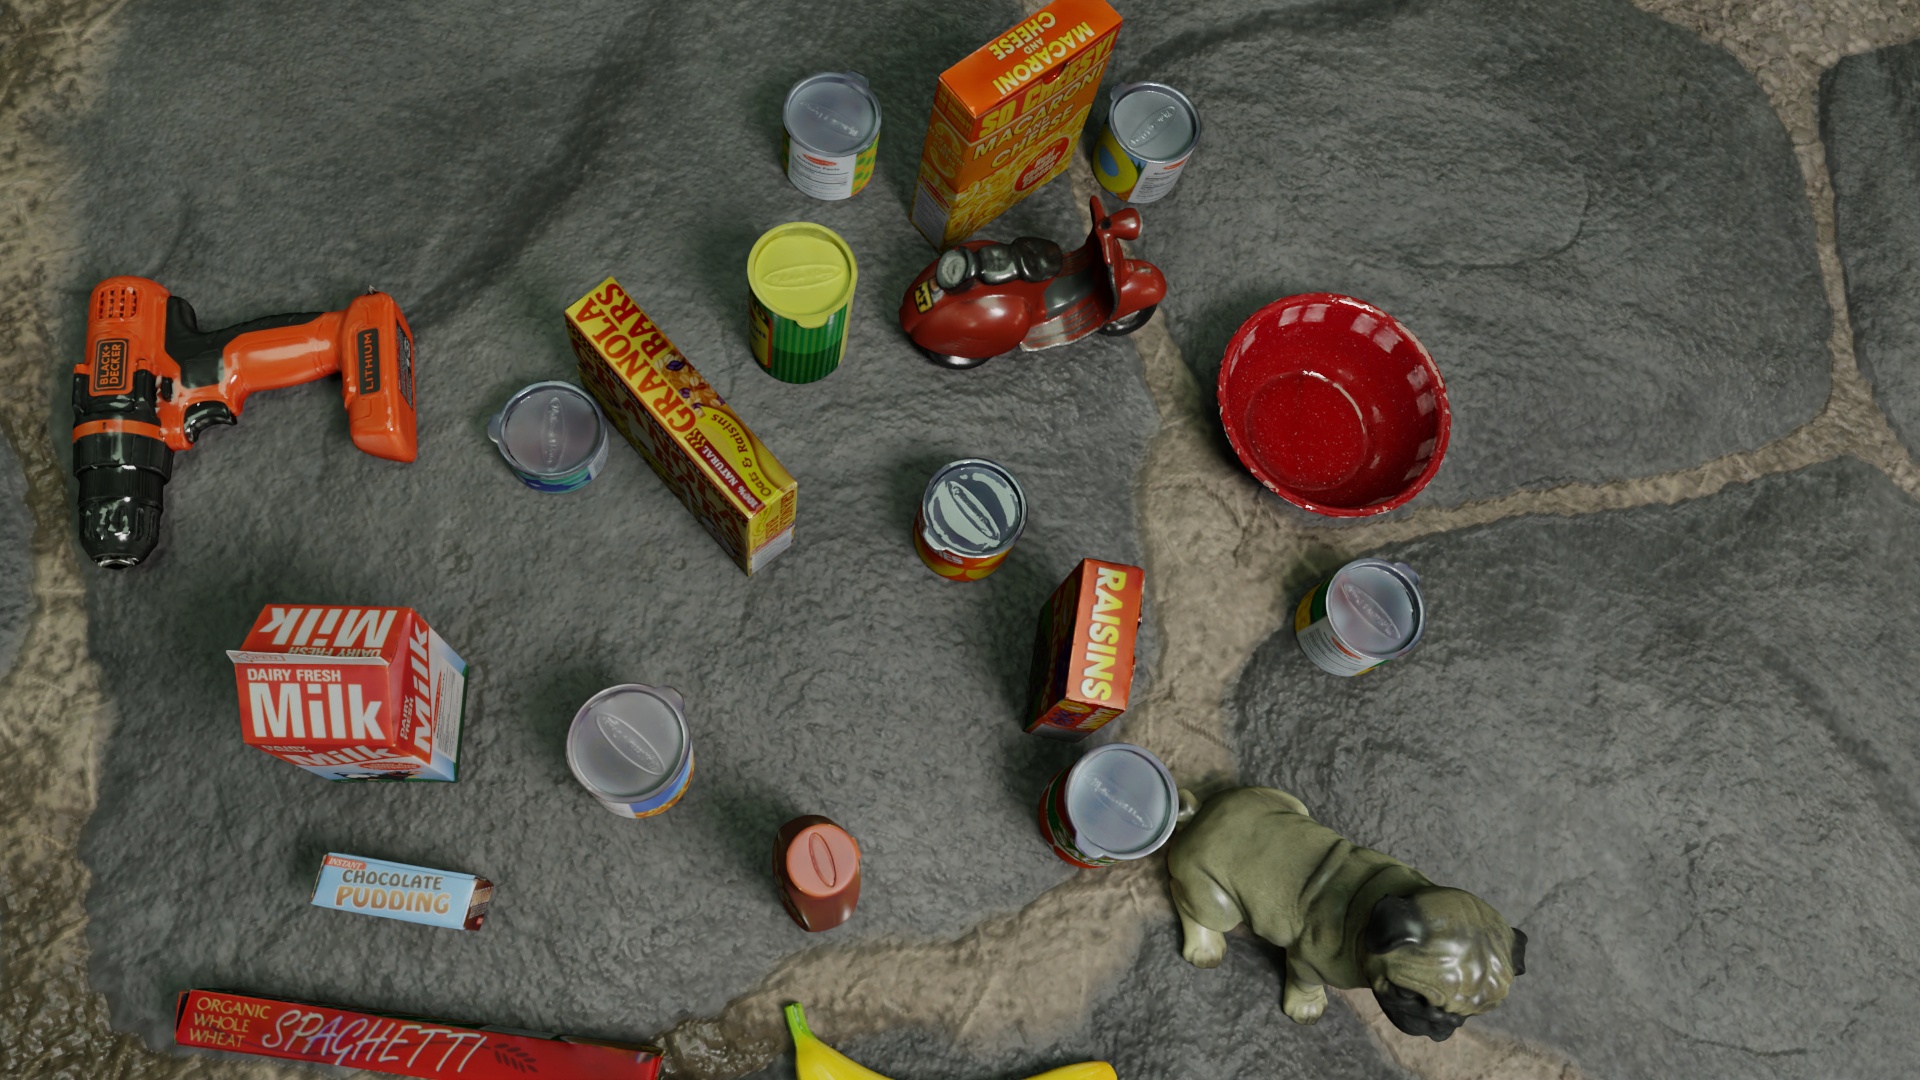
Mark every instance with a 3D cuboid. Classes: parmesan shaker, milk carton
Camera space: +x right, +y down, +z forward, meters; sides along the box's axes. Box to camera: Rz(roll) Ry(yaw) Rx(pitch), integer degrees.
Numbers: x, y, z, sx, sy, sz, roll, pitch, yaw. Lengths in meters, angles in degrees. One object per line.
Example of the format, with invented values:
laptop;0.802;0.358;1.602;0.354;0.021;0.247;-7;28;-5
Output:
parmesan shaker;-0.102;-0.146;0.884;0.071;0.102;0.071;3;73;-8
milk carton;-0.317;0.081;0.733;0.072;0.190;0.073;2;73;-8

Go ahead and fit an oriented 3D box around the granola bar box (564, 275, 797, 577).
granola bar box;-0.167;-0.063;0.837;0.039;0.124;0.165;-40;82;-17

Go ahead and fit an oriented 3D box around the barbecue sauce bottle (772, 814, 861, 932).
barbecue sauce bottle;-0.078;0.180;0.760;0.044;0.148;0.065;-18;76;-13

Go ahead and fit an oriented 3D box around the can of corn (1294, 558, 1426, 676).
can of corn;0.260;0.049;0.902;0.071;0.058;0.071;3;72;-8

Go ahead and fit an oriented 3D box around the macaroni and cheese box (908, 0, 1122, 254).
macaroni and cheese box;0.033;-0.272;0.912;0.124;0.166;0.040;-38;82;-17

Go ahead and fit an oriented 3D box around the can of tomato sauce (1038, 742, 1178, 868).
can of tomato sauce;0.085;0.161;0.826;0.071;0.083;0.071;3;73;-8

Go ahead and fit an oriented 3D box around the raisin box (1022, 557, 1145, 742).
raisin box;0.073;0.069;0.832;0.040;0.123;0.086;12;72;-5

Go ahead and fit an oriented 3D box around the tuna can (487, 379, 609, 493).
tuna can;-0.257;-0.064;0.872;0.071;0.032;0.071;3;72;-8

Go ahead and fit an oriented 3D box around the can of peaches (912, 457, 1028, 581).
can of peaches;0.003;-0.011;0.882;0.071;0.058;0.071;3;72;-8

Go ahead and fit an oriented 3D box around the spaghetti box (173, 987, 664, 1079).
spaghetti box;-0.288;0.273;0.751;0.250;0.050;0.029;10;72;-6

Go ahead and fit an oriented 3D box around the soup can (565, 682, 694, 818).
soup can;-0.185;0.120;0.797;0.071;0.083;0.071;3;73;-8

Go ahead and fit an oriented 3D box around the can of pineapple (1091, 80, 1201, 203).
can of pineapple;0.130;-0.284;0.988;0.071;0.057;0.071;3;72;-8

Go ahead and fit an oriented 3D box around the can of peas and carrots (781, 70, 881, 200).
can of peas and carrots;-0.088;-0.278;0.952;0.071;0.058;0.071;3;72;-8

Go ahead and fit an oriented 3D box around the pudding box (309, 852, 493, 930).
pudding box;-0.309;0.195;0.772;0.084;0.049;0.030;11;72;-5
